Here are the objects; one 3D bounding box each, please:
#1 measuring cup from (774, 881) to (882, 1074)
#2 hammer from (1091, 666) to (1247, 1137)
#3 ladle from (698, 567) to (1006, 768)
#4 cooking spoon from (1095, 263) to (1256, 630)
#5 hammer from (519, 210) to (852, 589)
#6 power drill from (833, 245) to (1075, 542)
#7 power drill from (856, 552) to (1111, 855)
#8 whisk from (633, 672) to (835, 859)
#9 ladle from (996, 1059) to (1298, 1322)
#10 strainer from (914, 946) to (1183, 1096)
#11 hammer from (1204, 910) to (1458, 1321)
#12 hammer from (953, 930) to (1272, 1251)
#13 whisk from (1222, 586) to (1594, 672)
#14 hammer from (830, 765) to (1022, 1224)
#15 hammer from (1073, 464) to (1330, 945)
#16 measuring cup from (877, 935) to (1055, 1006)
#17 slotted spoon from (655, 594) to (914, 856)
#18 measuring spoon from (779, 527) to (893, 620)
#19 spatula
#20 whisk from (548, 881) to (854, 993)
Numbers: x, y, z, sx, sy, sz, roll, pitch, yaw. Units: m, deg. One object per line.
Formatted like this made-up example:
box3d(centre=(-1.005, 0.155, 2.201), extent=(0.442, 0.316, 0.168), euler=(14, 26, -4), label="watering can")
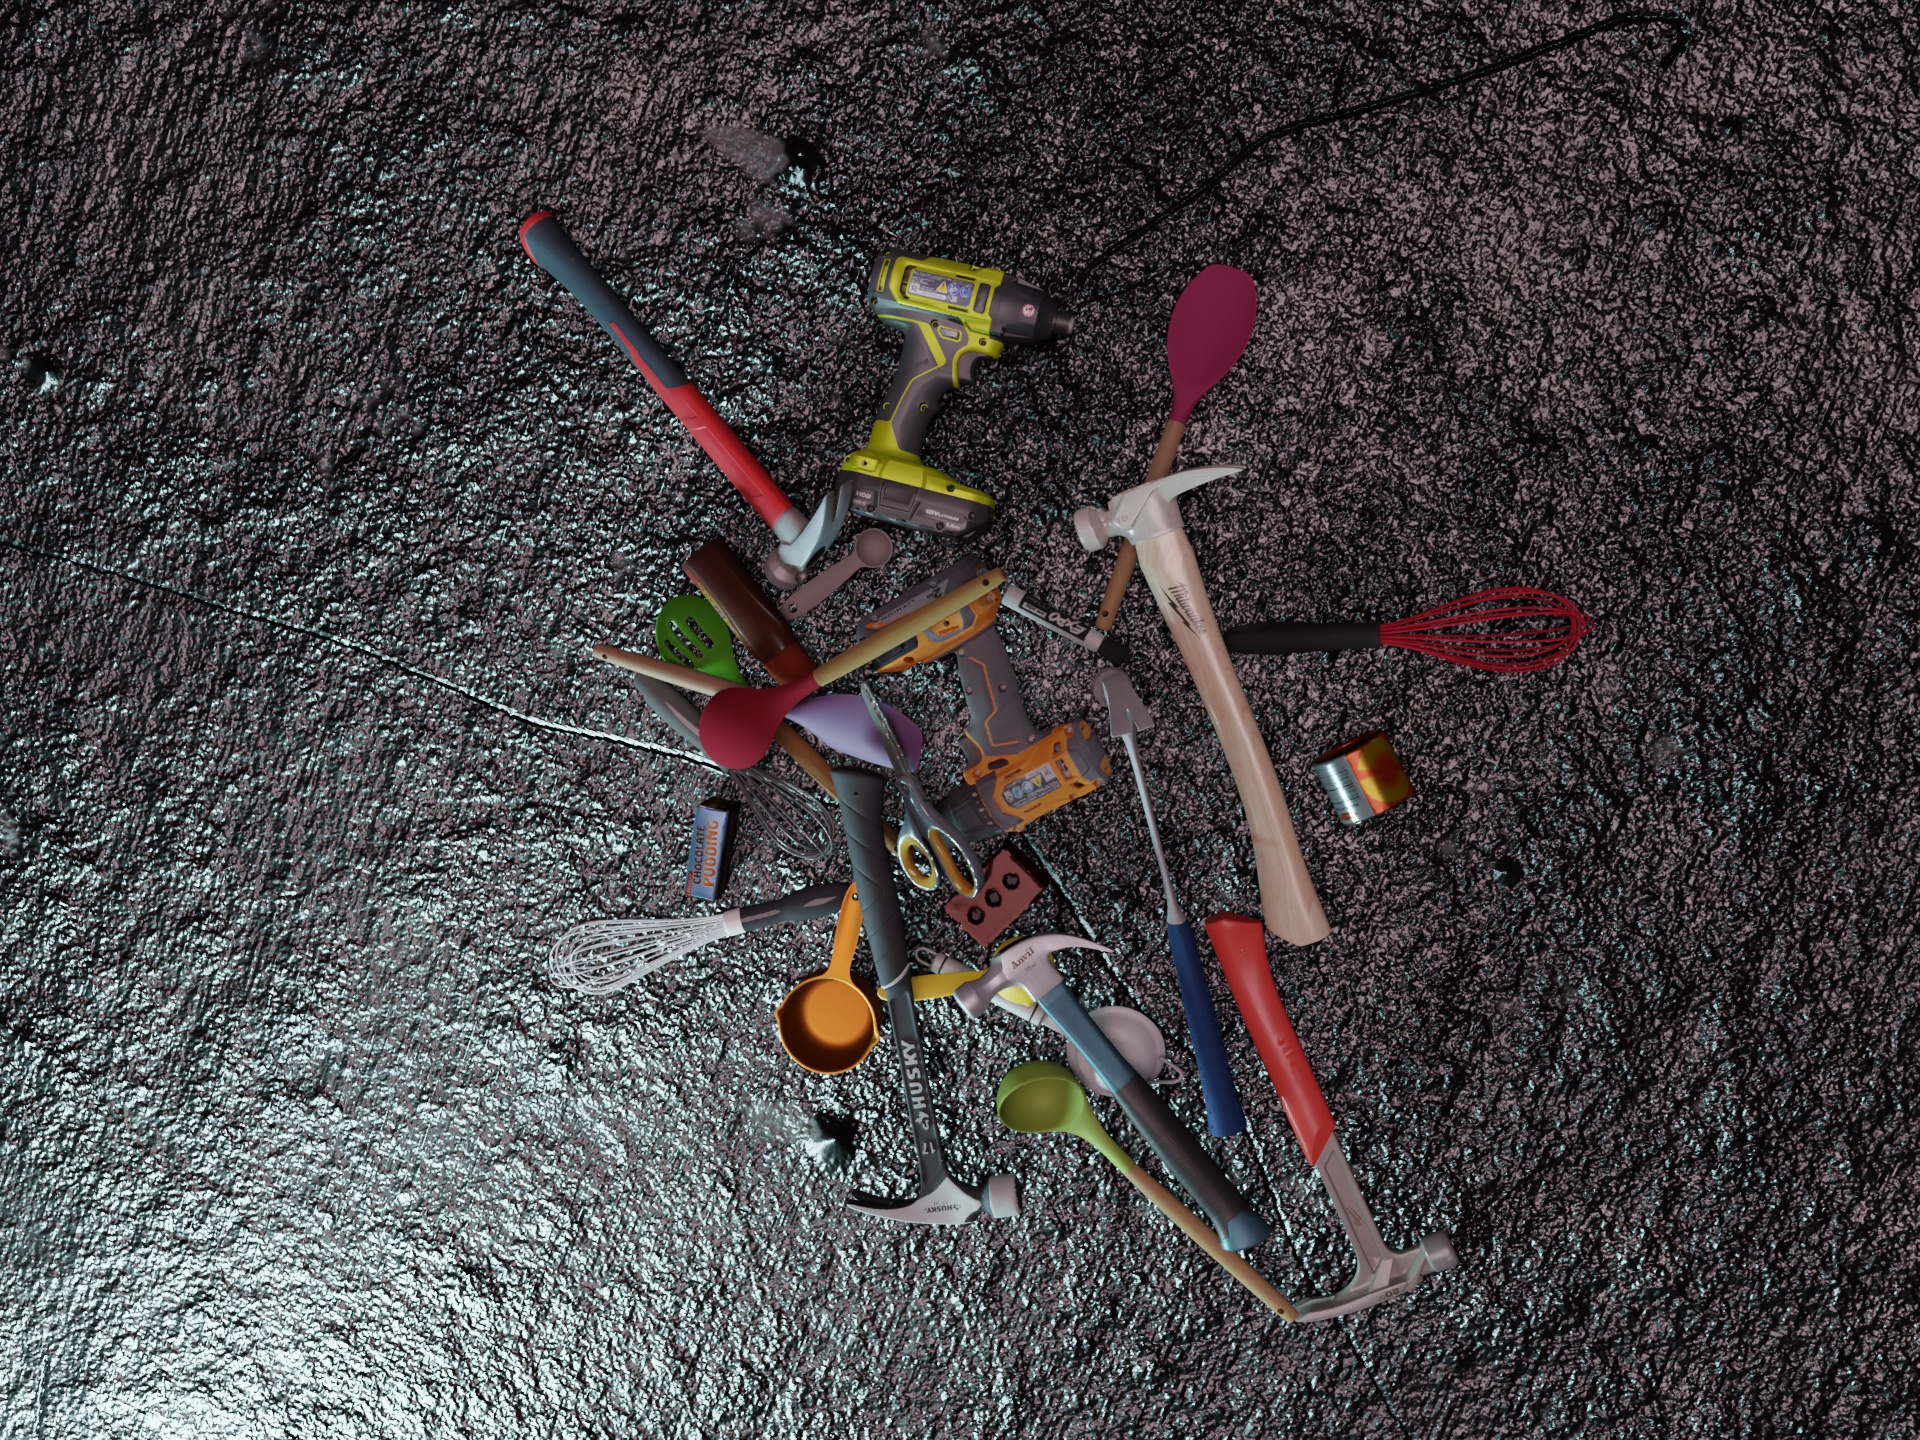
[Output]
box3d(centre=(-0.104, 0.222, 1.402), extent=(0.095, 0.052, 0.173), euler=(13, 95, 6), label="measuring cup")
box3d(centre=(0.178, 0.159, 1.332), extent=(0.035, 0.144, 0.405), euler=(-15, 100, 2), label="hammer")
box3d(centre=(-0.096, -0.046, 1.312), extent=(0.315, 0.031, 0.069), euler=(-29, 88, 20), label="ladle")
box3d(centre=(0.173, -0.227, 1.341), extent=(0.069, 0.017, 0.319), euler=(21, 97, 15), label="cooking spoon")
box3d(centre=(-0.239, -0.292, 1.348), extent=(0.038, 0.143, 0.386), euler=(-37, 84, -35), label="hammer")
box3d(centre=(-0.009, -0.269, 1.334), extent=(0.171, 0.080, 0.223), euler=(15, 94, 6), label="power drill")
box3d(centre=(-0.002, -0.004, 1.355), extent=(0.185, 0.084, 0.226), euler=(-29, 96, 17), label="power drill")
box3d(centre=(-0.201, 0.038, 1.401), extent=(0.239, 0.055, 0.055), euler=(42, 99, 6), label="whisk")
box3d(centre=(0.162, 0.410, 1.368), extent=(0.320, 0.062, 0.078), euler=(41, 118, 6), label="ladle")
box3d(centre=(0.074, 0.262, 1.389), extent=(0.258, 0.050, 0.087), euler=(26, 106, 8), label="strainer")
box3d(centre=(0.288, 0.334, 1.368), extent=(0.149, 0.037, 0.359), euler=(-24, 92, 9), label="hammer")
box3d(centre=(0.144, 0.315, 1.338), extent=(0.128, 0.033, 0.331), euler=(-39, 93, -7), label="hammer")
box3d(centre=(0.366, -0.071, 1.312), extent=(0.296, 0.073, 0.073), euler=(-2, 95, 13), label="whisk")
box3d(centre=(-0.056, 0.236, 1.350), extent=(0.149, 0.036, 0.409), euler=(-10, 97, 8), label="hammer")
box3d(centre=(0.233, -0.008, 1.323), extent=(0.146, 0.038, 0.410), euler=(-19, 98, 22), label="hammer")
box3d(centre=(0.006, 0.220, 1.372), extent=(0.156, 0.029, 0.062), euler=(-7, 60, -6), label="measuring cup")
box3d(centre=(-0.155, 0.011, 1.402), extent=(0.314, 0.031, 0.070), euler=(45, 105, 0), label="slotted spoon")
box3d(centre=(-0.109, -0.126, 1.392), extent=(0.124, 0.018, 0.034), euler=(-34, 90, 16), label="measuring spoon")
box3d(centre=(-0.178, -0.021, 1.368), extent=(0.316, 0.018, 0.059), euler=(16, 118, 16), label="spatula")
box3d(centre=(-0.232, 0.187, 1.417), extent=(0.284, 0.070, 0.070), euler=(-15, 93, 3), label="whisk")
